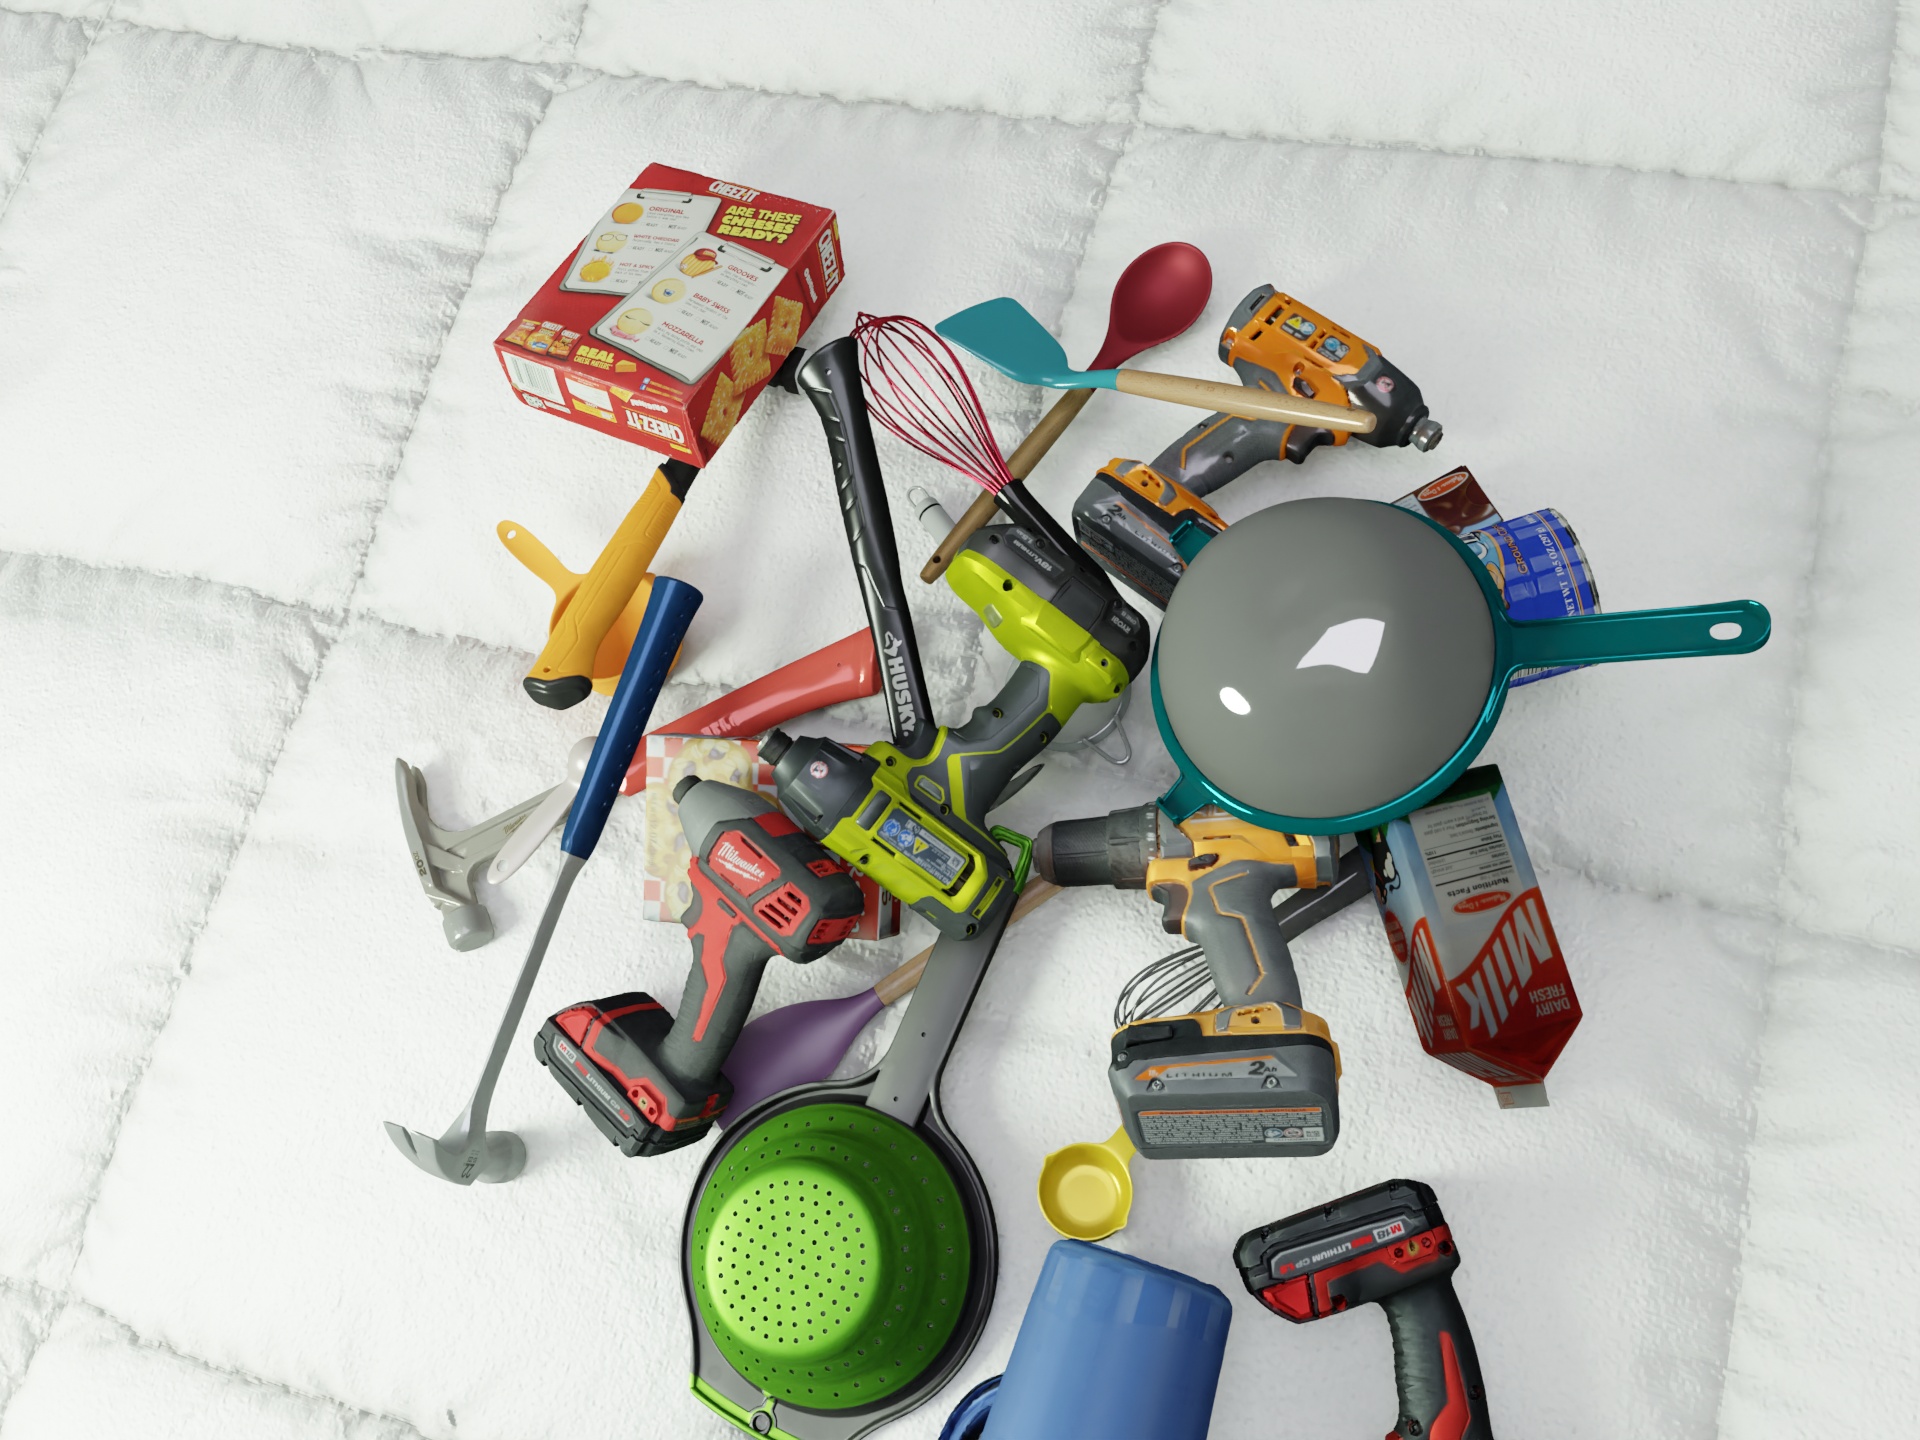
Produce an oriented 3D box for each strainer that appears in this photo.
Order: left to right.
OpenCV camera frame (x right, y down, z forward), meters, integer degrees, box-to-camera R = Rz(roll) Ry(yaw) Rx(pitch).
[{"bbox_3d":[0.032,-0.073,1.083,0.087,0.050,0.259,-38,65,3],"label":"strainer"},{"bbox_3d":[0.255,-0.051,0.873,0.340,0.095,0.211,-4,69,26],"label":"strainer"}]

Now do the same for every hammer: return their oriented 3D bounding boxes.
[{"bbox_3d":[-0.253,0.096,1.018,0.035,0.144,0.406,16,78,13],"label":"hammer"},{"bbox_3d":[-0.222,-0.151,1.123,0.127,0.034,0.337,14,60,16],"label":"hammer"},{"bbox_3d":[-0.218,0.019,1.106,0.359,0.036,0.149,-26,68,3],"label":"hammer"},{"bbox_3d":[-0.046,-0.087,1.046,0.146,0.035,0.335,-12,89,12],"label":"hammer"}]

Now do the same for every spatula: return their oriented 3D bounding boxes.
[{"bbox_3d":[-0.032,0.162,1.026,0.316,0.018,0.060,-33,71,0],"label":"spatula"},{"bbox_3d":[0.125,-0.228,1.035,0.318,0.044,0.082,20,39,37],"label":"spatula"}]

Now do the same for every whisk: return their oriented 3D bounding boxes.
[{"bbox_3d":[0.019,-0.167,1.062,0.073,0.073,0.296,-39,76,-3],"label":"whisk"},{"bbox_3d":[0.192,0.132,0.976,0.239,0.055,0.055,-33,68,-6],"label":"whisk"}]

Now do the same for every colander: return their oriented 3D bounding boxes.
[{"bbox_3d":[-0.053,0.241,0.948,0.204,0.094,0.397,21,81,17],"label":"colander"}]

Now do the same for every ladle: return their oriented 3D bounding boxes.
[{"bbox_3d":[0.072,-0.215,1.114,0.069,0.031,0.315,33,76,23],"label":"ladle"}]

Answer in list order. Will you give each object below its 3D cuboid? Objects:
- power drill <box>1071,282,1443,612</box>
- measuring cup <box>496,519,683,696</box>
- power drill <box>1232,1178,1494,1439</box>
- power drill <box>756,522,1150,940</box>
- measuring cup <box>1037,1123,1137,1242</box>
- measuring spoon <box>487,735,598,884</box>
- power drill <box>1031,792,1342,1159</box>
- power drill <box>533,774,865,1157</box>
[{"bbox_3d":[0.201,-0.171,1.059,0.164,0.084,0.226,38,78,21],"label":"power drill"},{"bbox_3d":[-0.271,-0.085,1.146,0.174,0.052,0.095,40,83,23],"label":"measuring cup"},{"bbox_3d":[0.222,0.383,0.866,0.188,0.080,0.227,-22,71,4],"label":"power drill"},{"bbox_3d":[-0.002,-0.003,0.966,0.171,0.080,0.223,37,75,-5],"label":"power drill"},{"bbox_3d":[0.108,0.250,0.967,0.062,0.029,0.156,37,70,21],"label":"measuring cup"},{"bbox_3d":[-0.281,0.060,1.077,0.034,0.018,0.124,36,83,21],"label":"measuring spoon"},{"bbox_3d":[0.128,0.133,0.914,0.185,0.084,0.226,-5,45,13],"label":"power drill"},{"bbox_3d":[-0.165,0.147,0.983,0.143,0.078,0.219,40,107,23],"label":"power drill"}]
